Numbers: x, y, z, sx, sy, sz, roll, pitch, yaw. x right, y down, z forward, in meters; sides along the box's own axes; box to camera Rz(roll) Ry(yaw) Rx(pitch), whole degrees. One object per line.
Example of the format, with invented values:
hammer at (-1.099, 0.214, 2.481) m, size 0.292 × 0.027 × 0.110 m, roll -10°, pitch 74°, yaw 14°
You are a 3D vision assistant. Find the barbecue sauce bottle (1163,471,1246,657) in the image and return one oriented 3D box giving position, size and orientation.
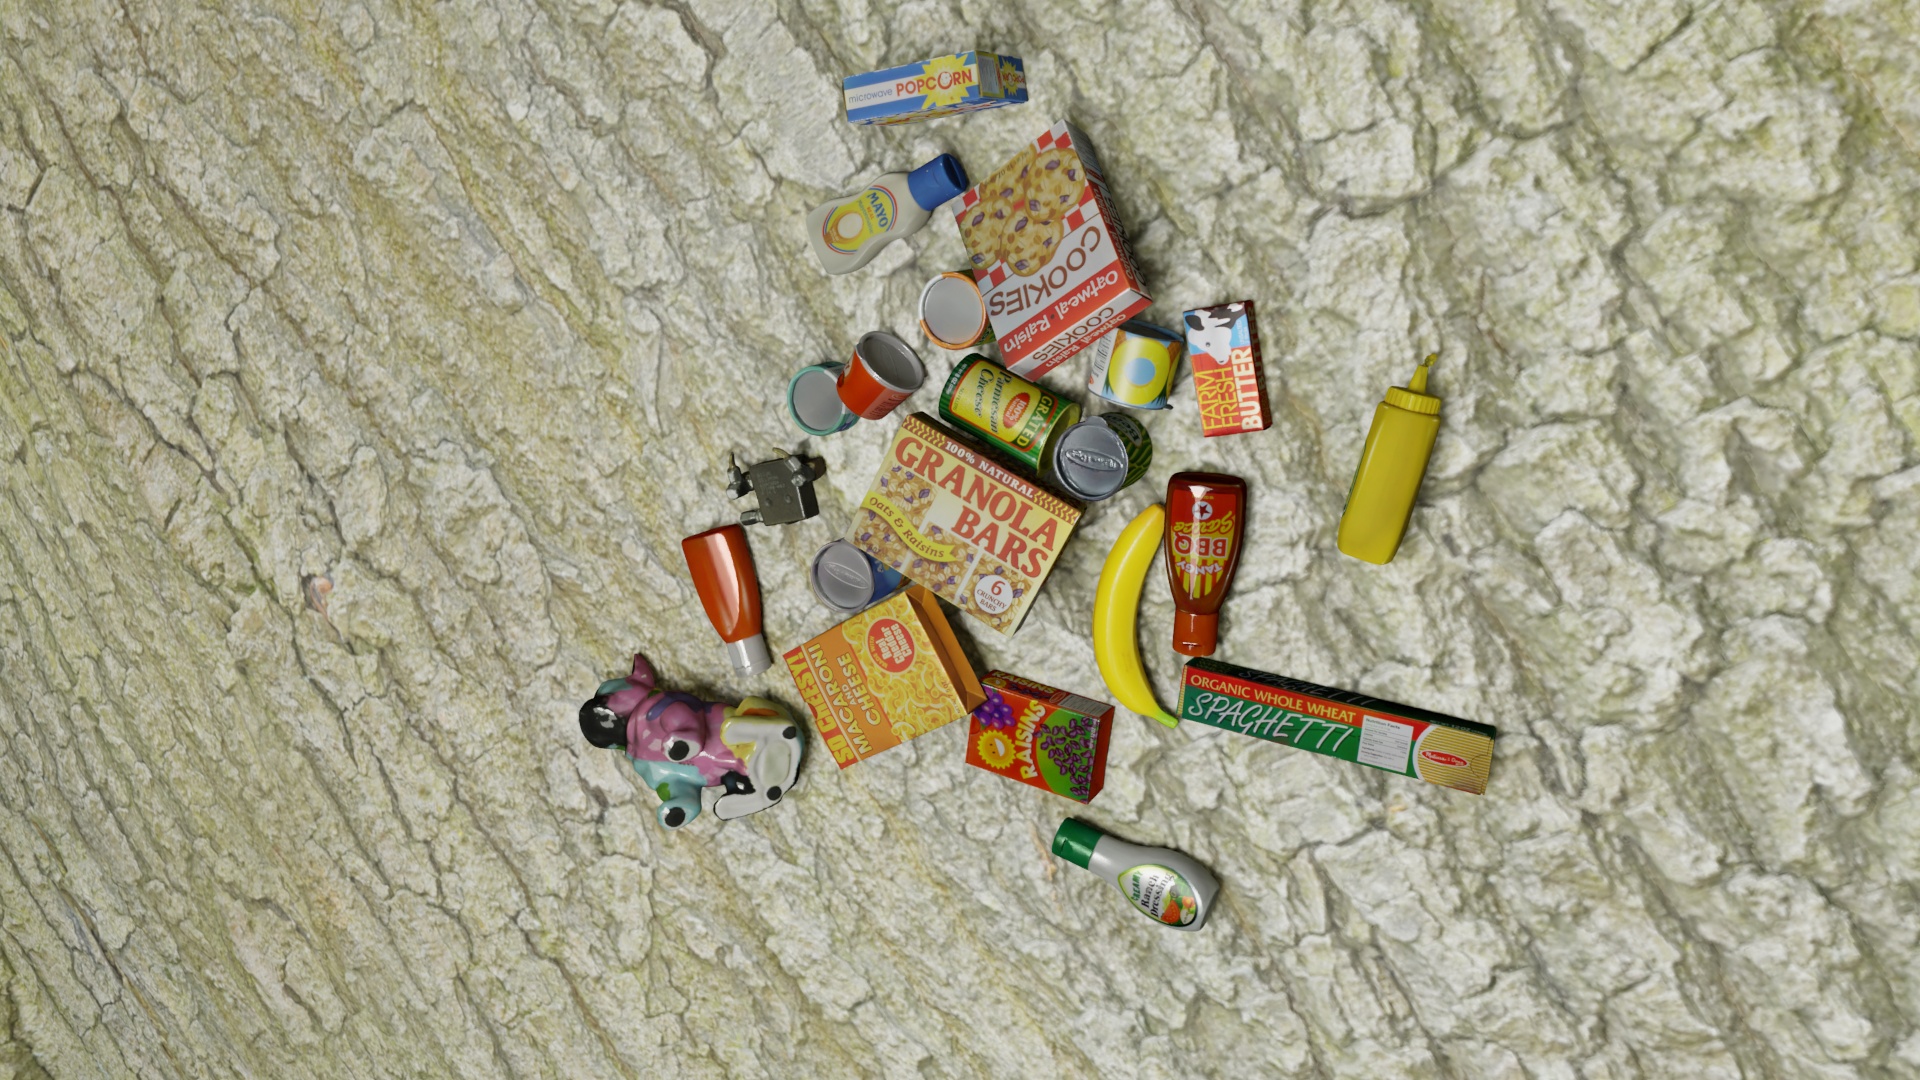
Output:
barbecue sauce bottle at (0.197, 0.020, 1.136) m, size 0.065 × 0.044 × 0.148 m, roll 6°, pitch 106°, yaw 15°

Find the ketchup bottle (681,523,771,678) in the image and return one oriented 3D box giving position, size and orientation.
ketchup bottle at (-0.226, 0.061, 1.373) m, size 0.064 × 0.044 × 0.148 m, roll -13°, pitch 96°, yaw 31°

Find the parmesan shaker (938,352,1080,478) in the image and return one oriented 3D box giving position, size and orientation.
parmesan shaker at (0.039, -0.106, 1.174) m, size 0.103 × 0.071 × 0.071 m, roll 29°, pitch 115°, yaw 19°

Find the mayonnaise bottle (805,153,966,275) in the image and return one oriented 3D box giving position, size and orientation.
mayonnaise bottle at (-0.064, -0.285, 1.199) m, size 0.147 × 0.041 × 0.064 m, roll -22°, pitch 90°, yaw 31°

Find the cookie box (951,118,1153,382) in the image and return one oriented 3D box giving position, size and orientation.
cookie box at (0.071, -0.230, 1.109) m, size 0.122 × 0.040 × 0.168 m, roll -31°, pitch 64°, yaw 30°

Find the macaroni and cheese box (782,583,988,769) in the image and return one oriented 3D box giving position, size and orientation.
macaroni and cheese box at (-0.073, 0.125, 1.269) m, size 0.166 × 0.040 × 0.123 m, roll -28°, pitch 88°, yaw 34°

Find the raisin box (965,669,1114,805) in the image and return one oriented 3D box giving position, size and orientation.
raisin box at (0.070, 0.176, 1.247) m, size 0.123 × 0.040 × 0.085 m, roll 15°, pitch 110°, yaw 25°

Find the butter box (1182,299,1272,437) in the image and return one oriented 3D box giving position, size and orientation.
butter box at (0.211, -0.135, 1.100) m, size 0.053 × 0.024 × 0.103 m, roll -7°, pitch 99°, yaw 30°

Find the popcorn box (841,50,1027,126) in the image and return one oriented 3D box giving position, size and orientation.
popcorn box at (-0.021, -0.366, 1.130) m, size 0.126 × 0.085 × 0.038 m, roll -1°, pitch 102°, yaw 29°

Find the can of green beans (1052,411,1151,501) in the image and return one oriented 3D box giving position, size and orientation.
can of green beans at (0.118, -0.070, 1.147) m, size 0.071 × 0.058 × 0.071 m, roll 8°, pitch 106°, yaw 27°

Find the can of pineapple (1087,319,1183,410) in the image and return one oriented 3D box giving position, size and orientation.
can of pineapple at (0.142, -0.141, 1.113) m, size 0.071 × 0.071 × 0.057 m, roll 21°, pitch 112°, yaw 22°

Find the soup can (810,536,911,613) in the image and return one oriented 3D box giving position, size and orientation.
soup can at (-0.086, 0.021, 1.265) m, size 0.071 × 0.084 × 0.071 m, roll 7°, pitch 106°, yaw 26°

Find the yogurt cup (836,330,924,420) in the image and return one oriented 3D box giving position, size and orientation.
yogurt cup at (-0.074, -0.143, 1.229) m, size 0.072 × 0.073 × 0.053 m, roll 51°, pitch 128°, yaw 8°

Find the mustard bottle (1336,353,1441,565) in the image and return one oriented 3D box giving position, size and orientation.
mustard bottle at (0.325, -0.064, 1.038) m, size 0.049 × 0.065 × 0.159 m, roll 18°, pitch 105°, yaw 17°

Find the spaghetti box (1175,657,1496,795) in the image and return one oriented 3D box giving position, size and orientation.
spaghetti box at (0.299, 0.147, 1.123) m, size 0.250 × 0.029 × 0.050 m, roll 12°, pitch 108°, yaw 25°

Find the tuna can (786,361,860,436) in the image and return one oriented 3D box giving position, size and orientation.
tuna can at (-0.126, -0.129, 1.277) m, size 0.071 × 0.033 × 0.071 m, roll 7°, pitch 106°, yaw 26°

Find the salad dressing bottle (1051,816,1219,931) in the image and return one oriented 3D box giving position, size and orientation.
salad dressing bottle at (0.153, 0.292, 1.230) m, size 0.148 × 0.044 × 0.064 m, roll 22°, pitch 111°, yaw 22°

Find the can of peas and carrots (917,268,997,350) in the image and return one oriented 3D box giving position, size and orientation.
can of peas and carrots at (0.008, -0.195, 1.174) m, size 0.071 × 0.059 × 0.070 m, roll 8°, pitch 107°, yaw 27°

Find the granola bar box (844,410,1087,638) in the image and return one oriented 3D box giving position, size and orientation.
granola bar box at (0.004, -0.015, 1.157) m, size 0.166 × 0.039 × 0.124 m, roll 31°, pitch 105°, yaw 10°
